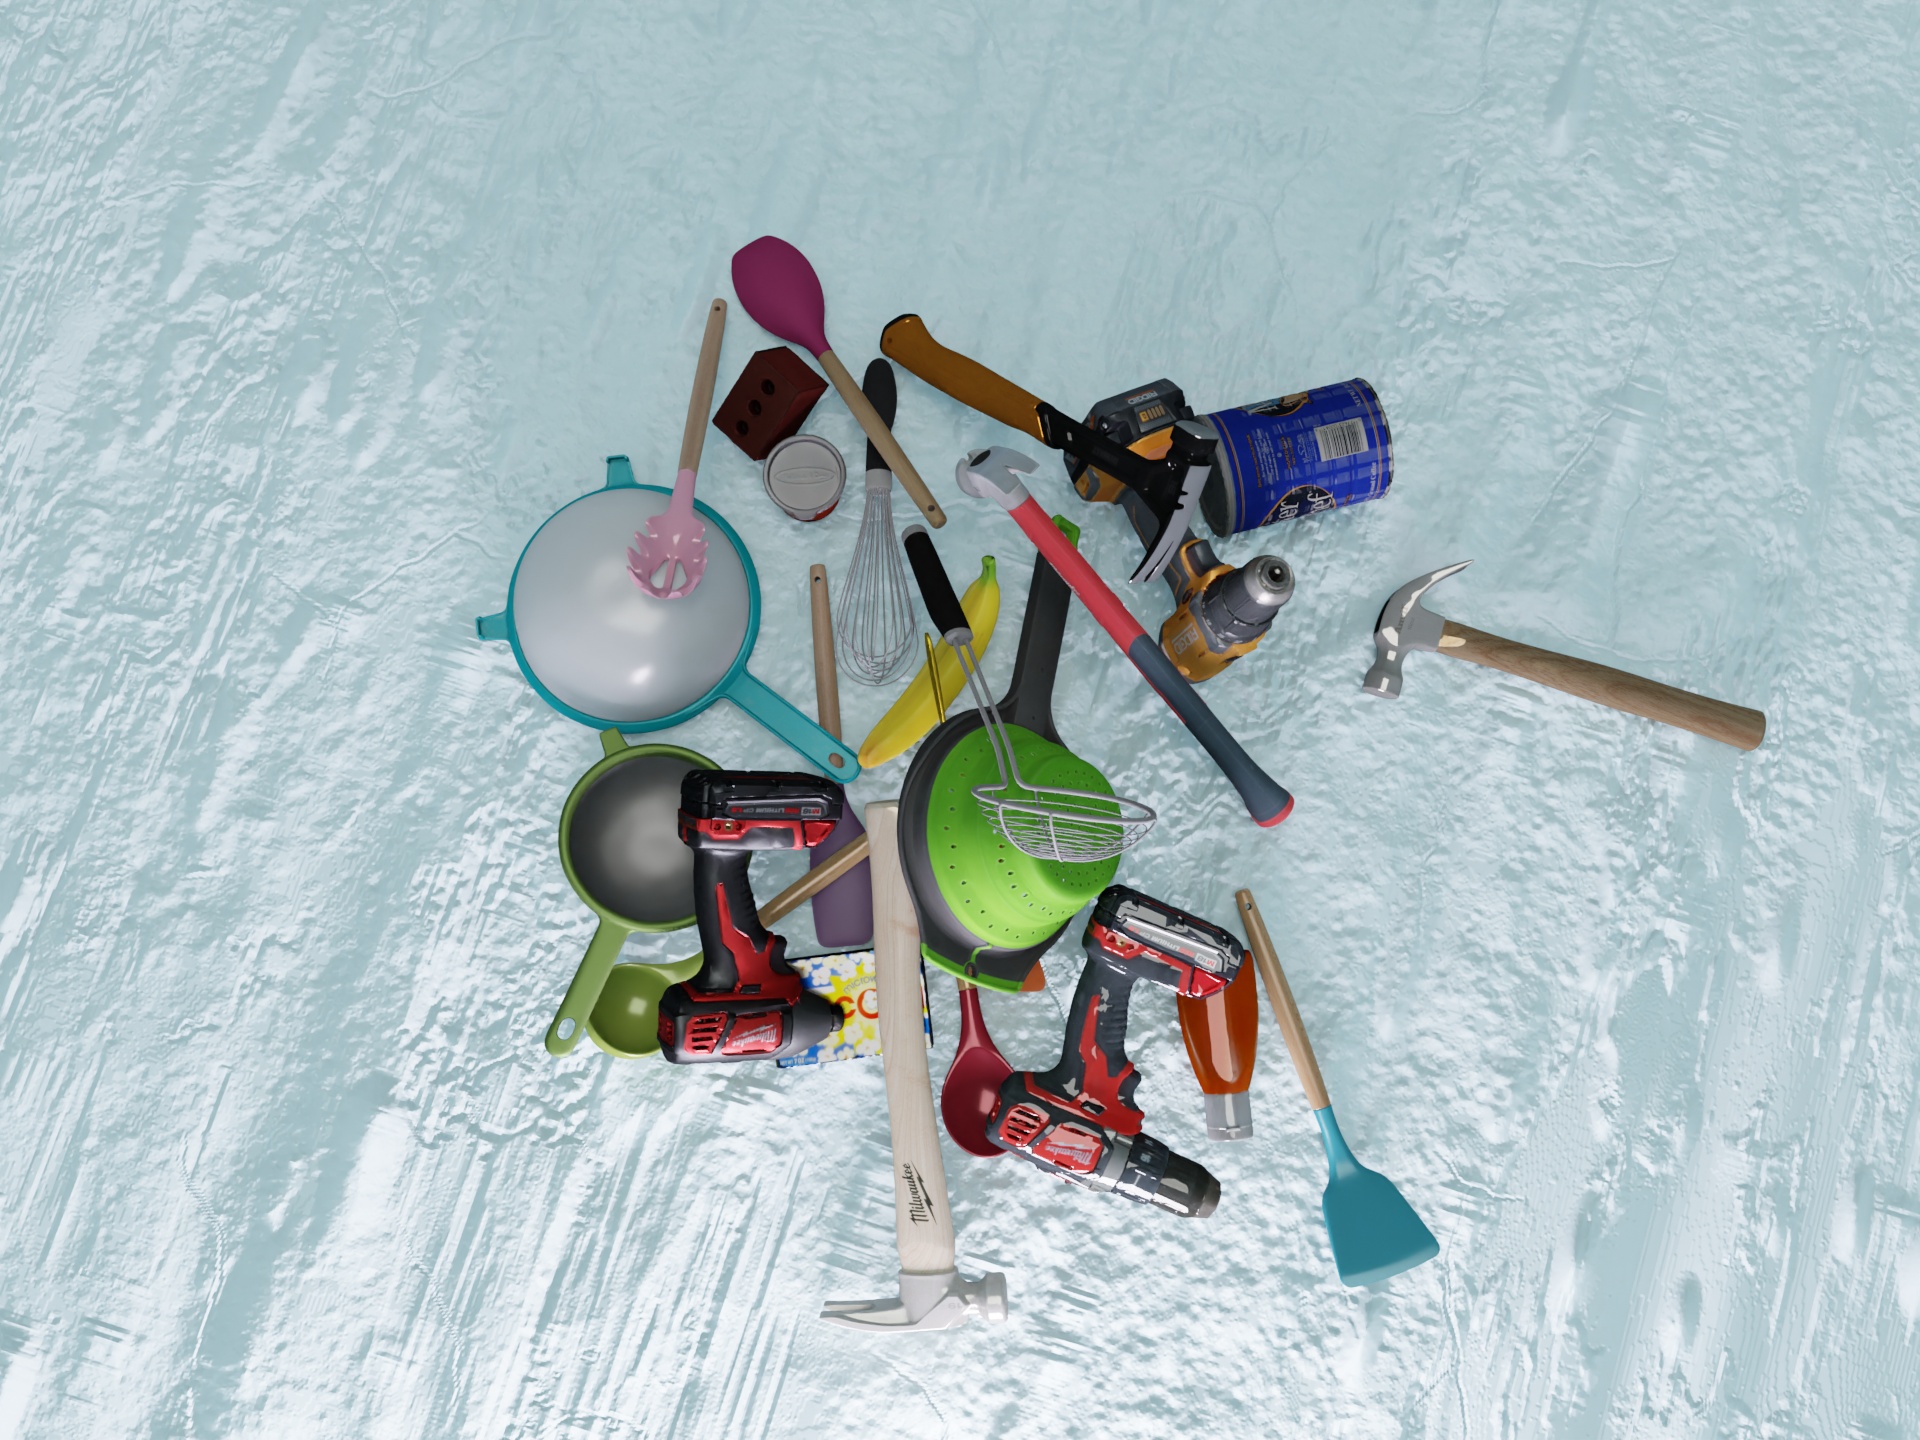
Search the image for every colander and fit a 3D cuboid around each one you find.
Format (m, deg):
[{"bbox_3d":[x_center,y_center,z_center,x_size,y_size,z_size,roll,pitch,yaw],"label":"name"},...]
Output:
[{"bbox_3d":[0.073,0.011,1.243,0.204,0.094,0.397,27,65,-36],"label":"colander"}]

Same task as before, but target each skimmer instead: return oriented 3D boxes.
[{"bbox_3d":[0.030,-0.038,1.167,0.127,0.090,0.364,4,46,-31],"label":"skimmer"}]

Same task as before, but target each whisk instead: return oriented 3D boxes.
[{"bbox_3d":[-0.067,-0.167,1.318,0.070,0.070,0.285,1,79,-2],"label":"whisk"}]

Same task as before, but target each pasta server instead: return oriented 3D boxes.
[{"bbox_3d":[-0.214,-0.223,1.271,0.060,0.040,0.316,7,60,-4],"label":"pasta server"}]

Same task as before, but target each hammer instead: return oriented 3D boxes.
[{"bbox_3d":[-0.051,0.267,1.230,0.146,0.038,0.410,-5,92,3],"label":"hammer"},{"bbox_3d":[0.510,-0.041,1.330,0.331,0.031,0.130,17,83,0],"label":"hammer"},{"bbox_3d":[0.052,-0.236,1.263,0.337,0.034,0.127,37,120,33],"label":"hammer"},{"bbox_3d":[0.141,-0.056,1.229,0.038,0.143,0.386,-43,107,-2],"label":"hammer"}]

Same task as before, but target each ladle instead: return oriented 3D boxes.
[{"bbox_3d":[-0.159,0.157,1.264,0.320,0.062,0.078,-36,81,-4],"label":"ladle"},{"bbox_3d":[0.000,0.192,1.288,0.069,0.031,0.315,-8,81,-5],"label":"ladle"}]

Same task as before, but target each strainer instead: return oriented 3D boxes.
[{"bbox_3d":[-0.220,-0.062,1.269,0.340,0.095,0.211,37,83,7],"label":"strainer"},{"bbox_3d":[-0.262,0.144,1.251,0.151,0.069,0.256,24,72,-5],"label":"strainer"}]

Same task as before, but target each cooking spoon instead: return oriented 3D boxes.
[{"bbox_3d":[-0.099,-0.284,1.319,0.069,0.017,0.319,-32,73,-3],"label":"cooking spoon"}]

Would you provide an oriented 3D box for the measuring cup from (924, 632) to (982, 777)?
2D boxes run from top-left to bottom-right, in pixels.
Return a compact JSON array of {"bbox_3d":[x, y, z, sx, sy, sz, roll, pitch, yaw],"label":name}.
[{"bbox_3d":[-0.002,-0.004,1.267,0.029,0.062,0.156,-16,120,-8],"label":"measuring cup"}]

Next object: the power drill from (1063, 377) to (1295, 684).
[{"bbox_3d":[0.177,-0.154,1.258,0.084,0.185,0.226,-22,81,-17],"label":"power drill"}]

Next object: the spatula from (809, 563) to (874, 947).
[{"bbox_3d":[-0.103,0.027,1.309,0.060,0.018,0.316,-6,84,0],"label":"spatula"}]

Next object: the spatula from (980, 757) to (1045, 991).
[{"bbox_3d":[0.050,0.056,1.297,0.081,0.041,0.323,17,76,-42],"label":"spatula"}]

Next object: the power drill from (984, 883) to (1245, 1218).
[{"bbox_3d":[0.143,0.260,1.224,0.188,0.080,0.227,24,91,1],"label":"power drill"}]

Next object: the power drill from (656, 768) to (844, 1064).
[{"bbox_3d":[-0.151,0.151,1.209,0.143,0.078,0.219,3,94,-25],"label":"power drill"}]

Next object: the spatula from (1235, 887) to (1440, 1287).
[{"bbox_3d":[0.285,0.286,1.276,0.082,0.044,0.317,-20,83,-1],"label":"spatula"}]
